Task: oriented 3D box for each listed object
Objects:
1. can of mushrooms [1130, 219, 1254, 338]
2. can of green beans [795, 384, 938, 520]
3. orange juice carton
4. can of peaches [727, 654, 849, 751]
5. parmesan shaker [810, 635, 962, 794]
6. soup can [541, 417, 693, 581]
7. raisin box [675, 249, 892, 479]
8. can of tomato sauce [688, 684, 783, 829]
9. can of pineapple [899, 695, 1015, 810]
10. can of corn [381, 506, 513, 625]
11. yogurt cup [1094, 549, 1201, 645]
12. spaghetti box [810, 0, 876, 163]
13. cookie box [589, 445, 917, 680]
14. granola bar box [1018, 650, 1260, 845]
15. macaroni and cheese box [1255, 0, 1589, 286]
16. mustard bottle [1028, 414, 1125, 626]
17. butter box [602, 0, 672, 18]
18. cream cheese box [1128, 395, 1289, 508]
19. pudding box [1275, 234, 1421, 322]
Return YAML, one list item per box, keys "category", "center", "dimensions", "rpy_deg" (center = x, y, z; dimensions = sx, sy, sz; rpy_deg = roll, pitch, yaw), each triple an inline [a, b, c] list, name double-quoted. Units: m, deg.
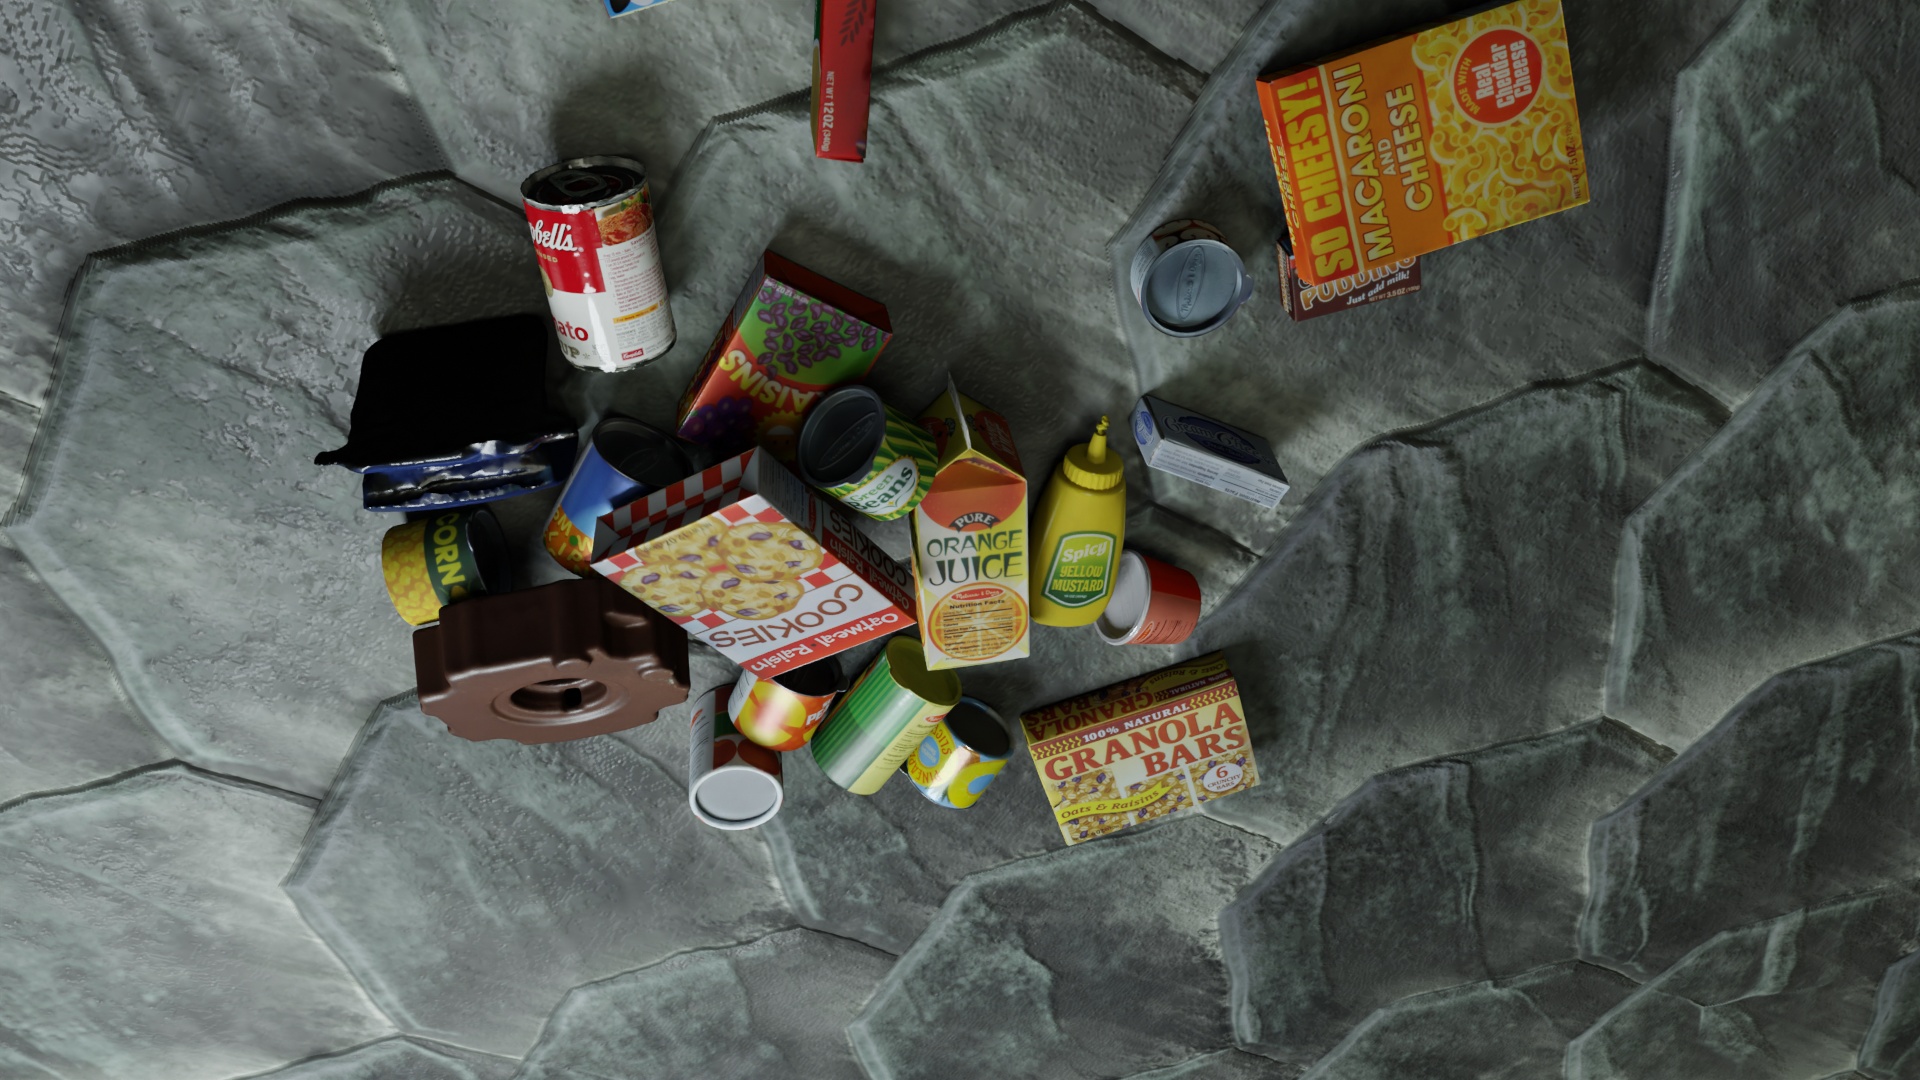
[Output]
- category: "can of mushrooms"
  center: [0.142, -0.161, 0.854]
  dimensions: [0.071, 0.033, 0.070]
  rpy_deg: [-5, 126, -7]
- category: "can of green beans"
  center: [-0.055, -0.052, 0.834]
  dimensions: [0.071, 0.071, 0.057]
  rpy_deg: [-37, 143, 16]
- category: "orange juice carton"
  center: [0.003, -0.011, 0.914]
  dimensions: [0.073, 0.072, 0.191]
  rpy_deg: [-7, 127, -5]
- category: "can of peaches"
  center: [-0.122, 0.107, 0.981]
  dimensions: [0.071, 0.071, 0.057]
  rpy_deg: [17, 122, -22]
- category: "parmesan shaker"
  center: [-0.057, 0.128, 1.007]
  dimensions: [0.071, 0.071, 0.102]
  rpy_deg: [27, 118, -26]
- category: "soup can"
  center: [-0.213, -0.022, 0.868]
  dimensions: [0.071, 0.072, 0.083]
  rpy_deg: [22, 120, -24]
- category: "raisin box"
  center: [-0.109, -0.103, 0.848]
  dimensions: [0.086, 0.040, 0.123]
  rpy_deg: [23, 120, -25]
- category: "can of tomato sauce"
  center: [-0.160, 0.156, 1.000]
  dimensions: [0.071, 0.083, 0.070]
  rpy_deg: [-5, 127, -6]
- category: "can of pineapple"
  center: [-0.002, 0.158, 1.041]
  dimensions: [0.071, 0.071, 0.057]
  rpy_deg: [22, 119, -24]
- category: "can of corn"
  center: [-0.324, 0.015, 0.876]
  dimensions: [0.058, 0.071, 0.070]
  rpy_deg: [-13, 127, 0]
- category: "yogurt cup"
  center: [0.133, 0.043, 0.985]
  dimensions: [0.054, 0.073, 0.072]
  rpy_deg: [11, 124, -27]
- category: "spaghetti box"
  center: [-0.054, -0.318, 0.693]
  dimensions: [0.029, 0.050, 0.248]
  rpy_deg: [0, 126, -11]
- category: "cookie box"
  center: [-0.122, 0.019, 0.852]
  dimensions: [0.122, 0.040, 0.167]
  rpy_deg: [-21, 141, 23]
- category: "granola bar box"
  center: [0.143, 0.165, 1.090]
  dimensions: [0.165, 0.039, 0.123]
  rpy_deg: [-19, 127, 3]
- category: "macaroni and cheese box"
  center: [0.266, -0.231, 0.803]
  dimensions: [0.166, 0.040, 0.123]
  rpy_deg: [-17, 110, 3]
- category: "mustard bottle"
  center: [0.081, -0.014, 0.941]
  dimensions: [0.065, 0.049, 0.159]
  rpy_deg: [-1, 126, -13]
- category: "butter box"
  center: [-0.138, -0.306, 0.702]
  dimensions: [0.103, 0.024, 0.053]
  rpy_deg: [-16, 128, 2]
- category: "cream cheese box"
  center: [0.165, -0.058, 0.921]
  dimensions: [0.104, 0.053, 0.024]
  rpy_deg: [17, 123, -21]
- category: "pudding box"
  center: [0.242, -0.173, 0.866]
  dimensions: [0.084, 0.030, 0.049]
  rpy_deg: [-14, 126, 0]
